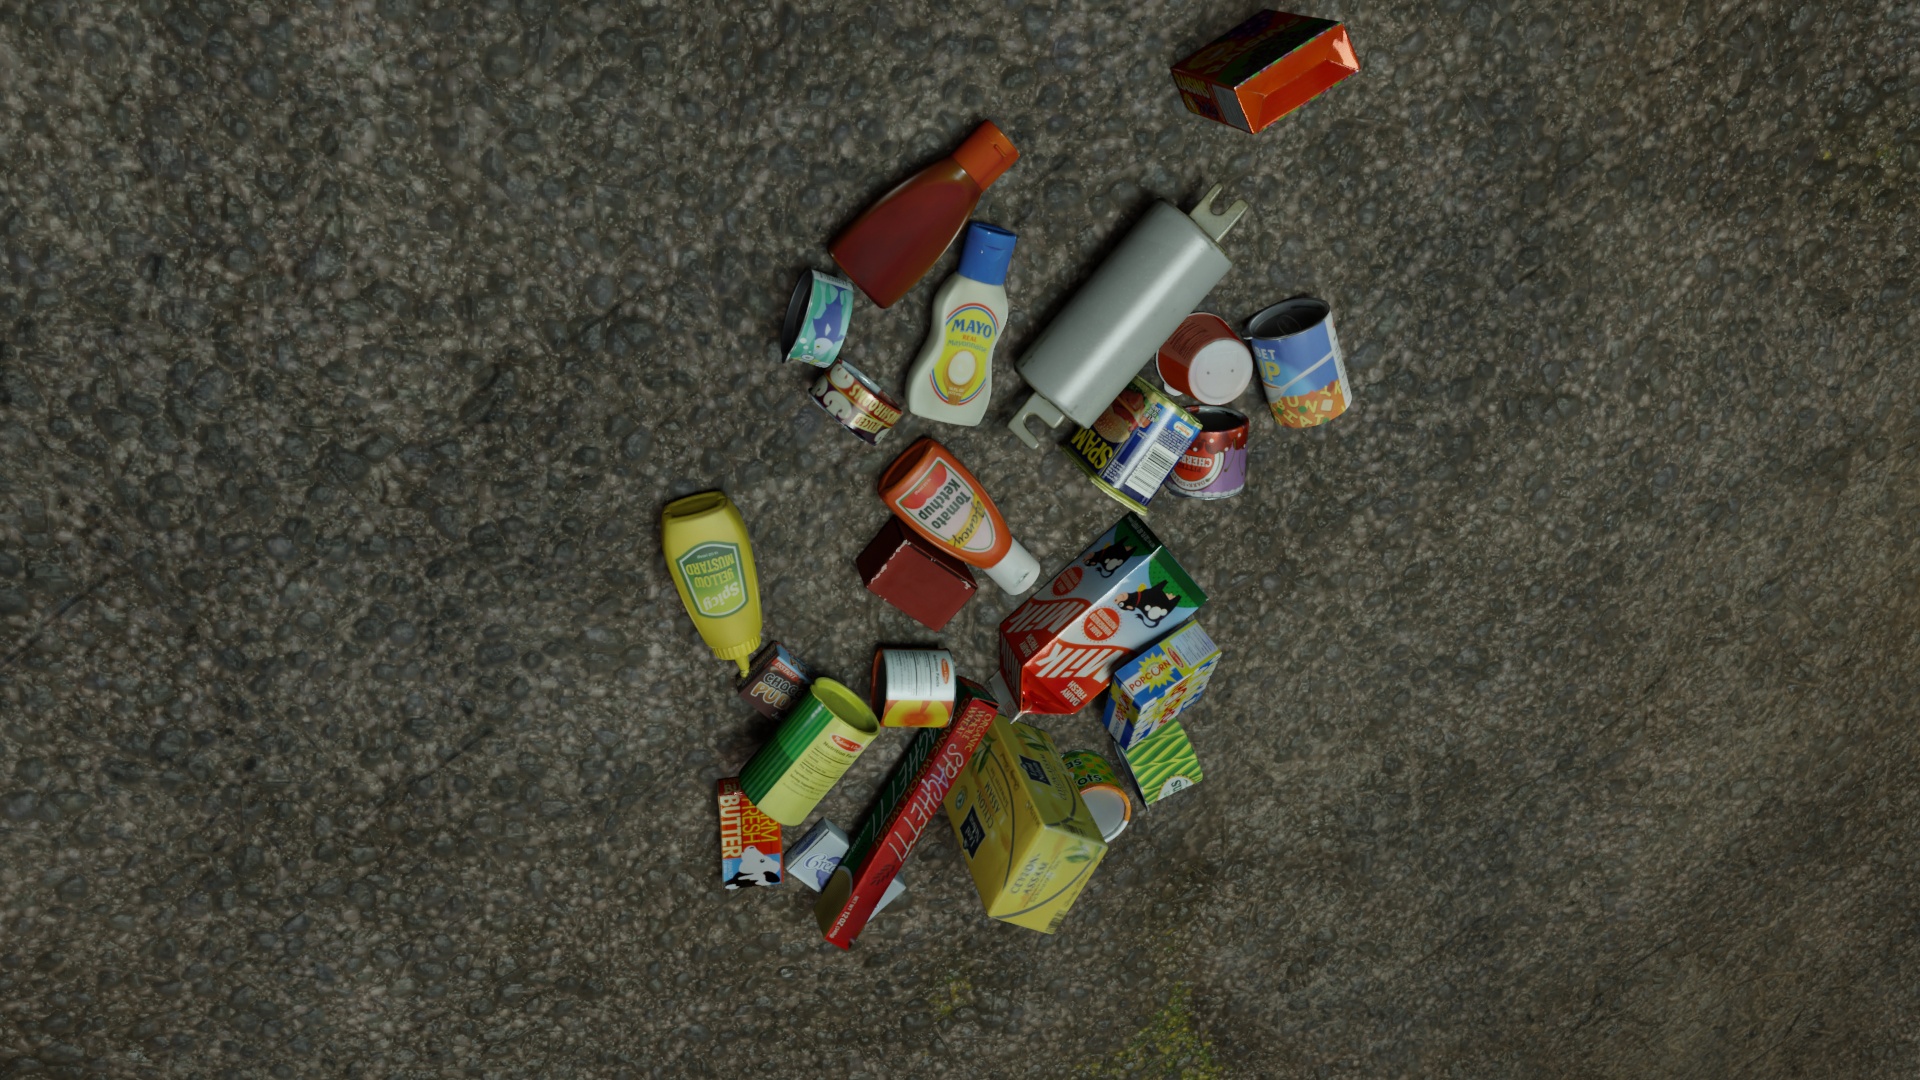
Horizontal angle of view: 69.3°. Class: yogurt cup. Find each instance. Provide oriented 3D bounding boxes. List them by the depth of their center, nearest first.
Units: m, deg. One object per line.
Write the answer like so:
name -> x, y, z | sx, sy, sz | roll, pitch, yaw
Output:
yogurt cup -> 0.195, -0.141, 1.095 | 0.072, 0.054, 0.072 | -6, 115, -13

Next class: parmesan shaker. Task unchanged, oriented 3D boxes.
parmesan shaker -> -0.124, 0.168, 1.111 | 0.071, 0.071, 0.103 | 35, 103, -26

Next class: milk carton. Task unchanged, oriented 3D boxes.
milk carton -> 0.103, 0.073, 1.160 | 0.190, 0.072, 0.073 | -41, 118, 6

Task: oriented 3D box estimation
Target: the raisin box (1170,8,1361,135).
raisin box -> 0.211, -0.330, 0.972 | 0.086, 0.124, 0.040 | -32, 118, 2

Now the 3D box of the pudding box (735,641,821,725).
pudding box -> -0.138, 0.127, 1.144 | 0.049, 0.030, 0.083 | -44, 118, 7

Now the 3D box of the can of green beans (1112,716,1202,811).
can of green beans -> 0.176, 0.195, 1.239 | 0.058, 0.071, 0.071 | -24, 118, -3

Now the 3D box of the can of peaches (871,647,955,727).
can of peaches -> -0.040, 0.123, 1.149 | 0.058, 0.071, 0.071 | 3, 114, -16

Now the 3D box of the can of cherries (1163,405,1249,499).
can of cherries -> 0.197, -0.071, 1.119 | 0.071, 0.072, 0.058 | -6, 116, -12

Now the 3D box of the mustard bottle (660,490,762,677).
mustard bottle -> -0.185, 0.042, 1.082 | 0.065, 0.049, 0.159 | -16, 117, -5

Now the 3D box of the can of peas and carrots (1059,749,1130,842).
can of peas and carrots -> 0.111, 0.229, 1.241 | 0.071, 0.059, 0.070 | -6, 115, -13

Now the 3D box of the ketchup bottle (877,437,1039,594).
ketchup bottle -> 0.004, -0.014, 1.109 | 0.064, 0.043, 0.148 | -46, 118, 3

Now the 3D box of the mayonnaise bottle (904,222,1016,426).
mayonnaise bottle -> 0.004, -0.162, 1.042 | 0.065, 0.041, 0.147 | 10, 112, -17

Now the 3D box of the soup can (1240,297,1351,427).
soup can -> 0.268, -0.141, 1.108 | 0.071, 0.071, 0.083 | -24, 118, -3

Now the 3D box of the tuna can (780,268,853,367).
tuna can -> -0.104, -0.157, 1.000 | 0.033, 0.071, 0.070 | 15, 110, -21

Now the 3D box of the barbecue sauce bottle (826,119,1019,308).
barbecue sauce bottle -> -0.023, -0.238, 0.999 | 0.148, 0.044, 0.064 | -43, 118, 6

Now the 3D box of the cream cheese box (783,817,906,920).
cream cheese box -> -0.102, 0.295, 1.235 | 0.053, 0.024, 0.103 | -44, 117, 6

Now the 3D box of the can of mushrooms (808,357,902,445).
can of mushrooms -> -0.077, -0.102, 1.032 | 0.071, 0.071, 0.033 | 37, 100, -26

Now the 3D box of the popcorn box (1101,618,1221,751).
popcorn box -> 0.167, 0.124, 1.172 | 0.085, 0.038, 0.126 | -32, 159, -14

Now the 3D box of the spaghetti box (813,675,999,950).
spaghetti box -> -0.048, 0.231, 1.187 | 0.028, 0.050, 0.249 | 29, 96, -24

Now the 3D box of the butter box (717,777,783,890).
butter box -> -0.181, 0.251, 1.194 | 0.053, 0.024, 0.103 | -4, 115, -12
